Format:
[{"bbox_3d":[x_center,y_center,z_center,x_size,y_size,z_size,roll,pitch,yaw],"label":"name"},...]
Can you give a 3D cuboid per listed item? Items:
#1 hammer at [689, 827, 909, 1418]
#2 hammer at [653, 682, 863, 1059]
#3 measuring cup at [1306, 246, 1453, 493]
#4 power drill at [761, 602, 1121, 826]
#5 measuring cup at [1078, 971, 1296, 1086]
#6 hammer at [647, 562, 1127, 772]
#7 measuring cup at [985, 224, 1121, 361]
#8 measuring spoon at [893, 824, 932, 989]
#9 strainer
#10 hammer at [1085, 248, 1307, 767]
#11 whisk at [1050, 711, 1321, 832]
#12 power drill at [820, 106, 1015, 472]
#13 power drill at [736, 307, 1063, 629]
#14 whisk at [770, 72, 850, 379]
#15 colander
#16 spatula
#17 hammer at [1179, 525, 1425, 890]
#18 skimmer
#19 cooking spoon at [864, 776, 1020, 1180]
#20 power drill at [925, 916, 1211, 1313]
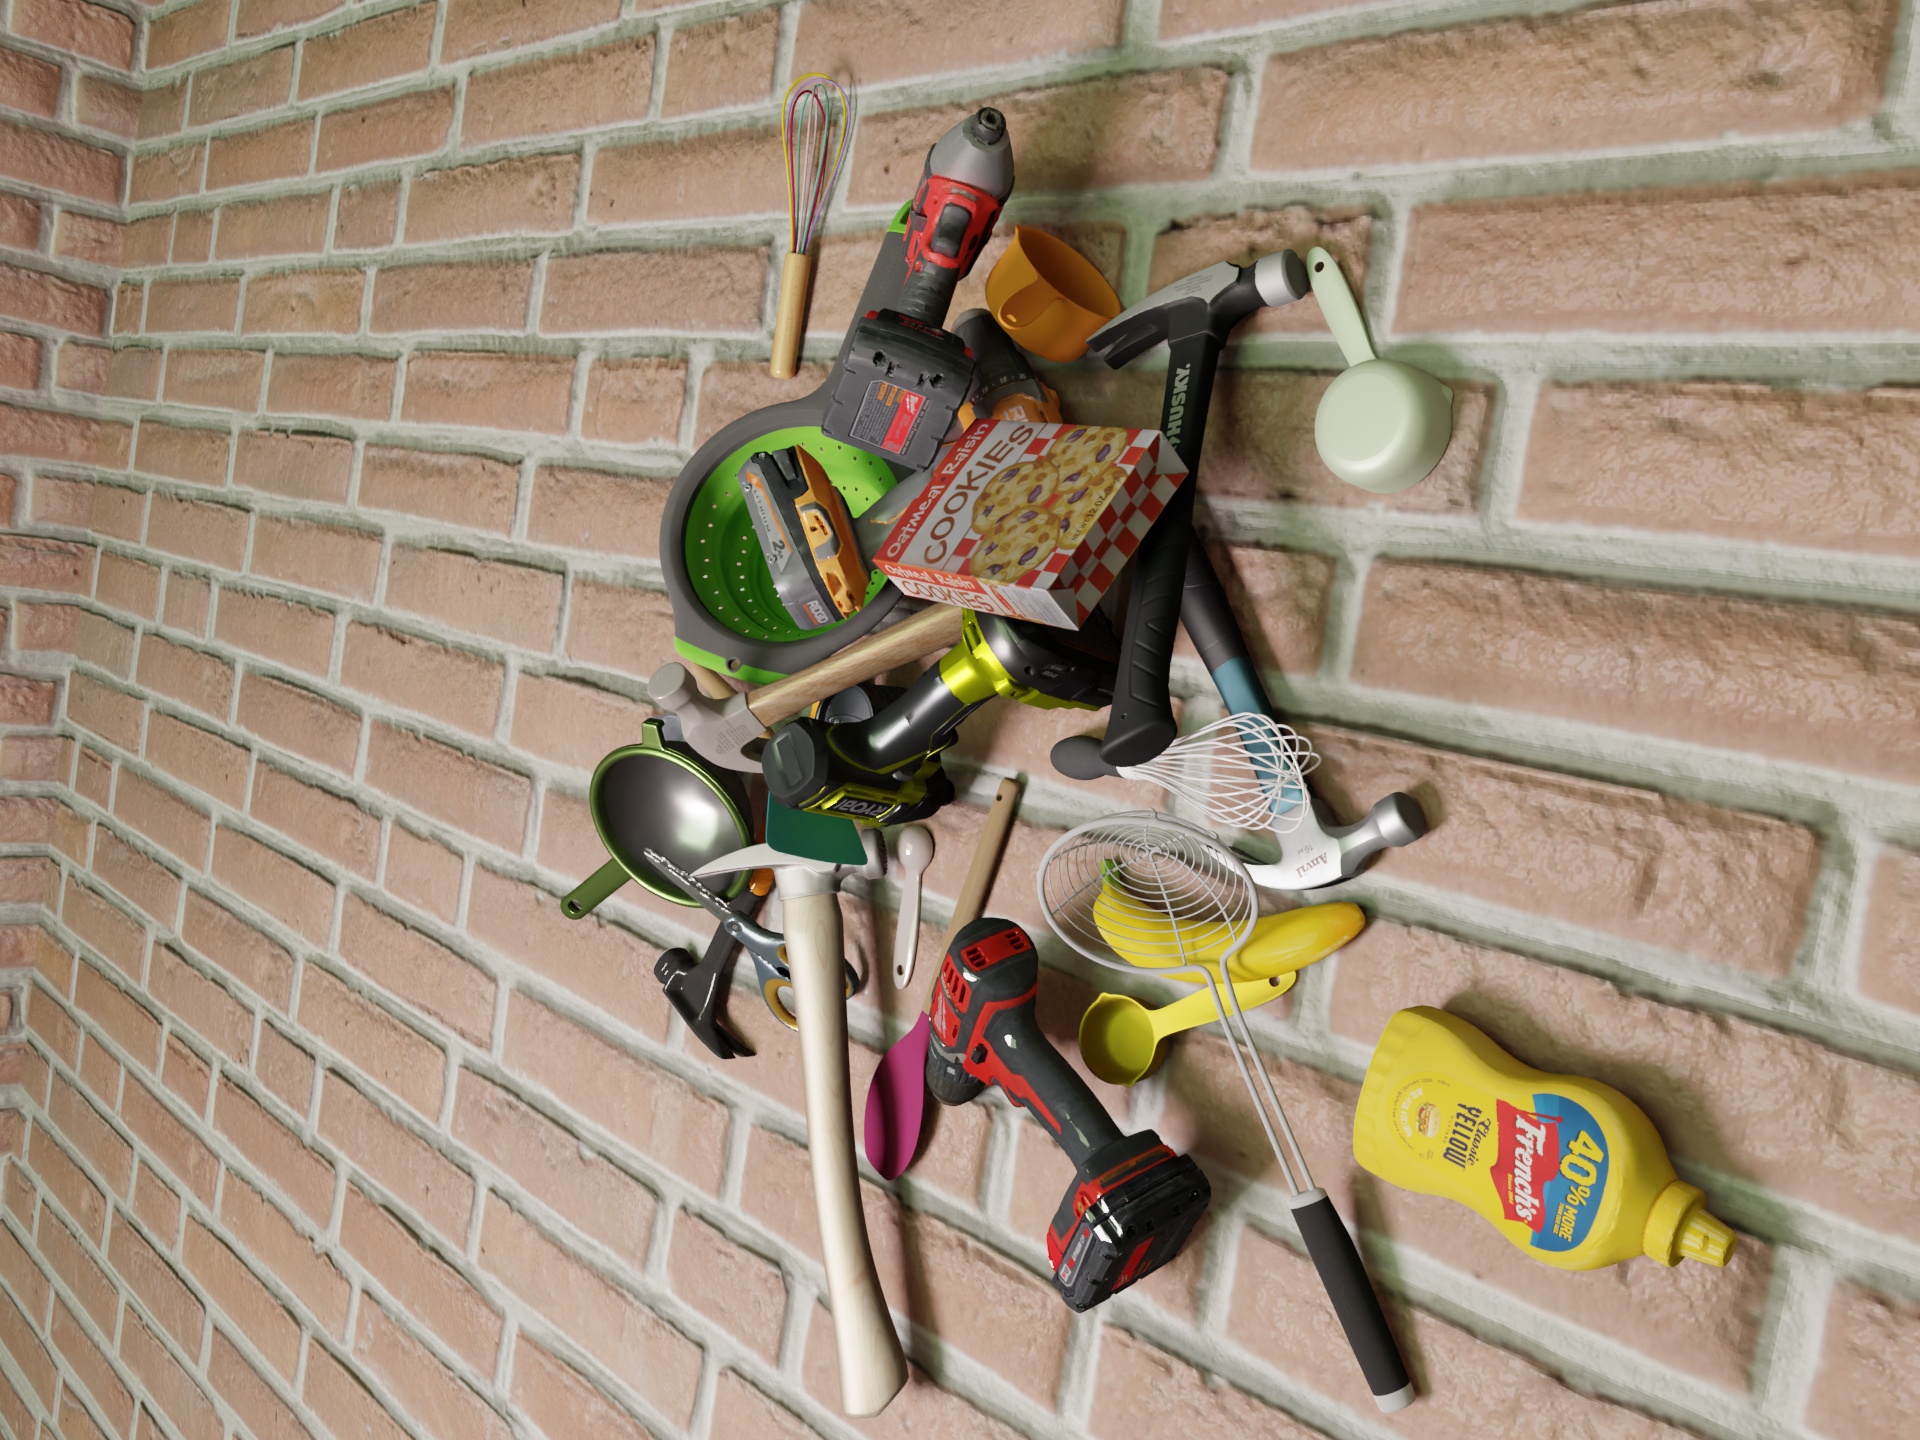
[{"bbox_3d":[-0.104,0.290,1.159,0.146,0.038,0.411,-8,80,5],"label":"hammer"},{"bbox_3d":[-0.153,0.111,1.285,0.127,0.034,0.336,42,114,39],"label":"hammer"},{"bbox_3d":[0.230,-0.214,0.940,0.083,0.038,0.168,-32,68,38],"label":"measuring cup"},{"bbox_3d":[-0.002,-0.003,1.070,0.223,0.171,0.080,-35,62,27],"label":"power drill"},{"bbox_3d":[0.146,0.186,1.004,0.156,0.029,0.062,-27,67,27],"label":"measuring cup"},{"bbox_3d":[-0.040,-0.051,1.095,0.331,0.129,0.031,-24,47,12],"label":"hammer"},{"bbox_3d":[0.045,-0.266,1.043,0.095,0.174,0.052,41,125,-2],"label":"measuring cup"},{"bbox_3d":[-0.043,0.140,1.187,0.034,0.018,0.124,7,92,44],"label":"measuring spoon"},{"bbox_3d":[-0.248,0.095,1.302,0.151,0.069,0.256,48,131,-6],"label":"strainer"},{"bbox_3d":[0.123,-0.129,0.965,0.146,0.035,0.335,-8,61,40],"label":"hammer"},{"bbox_3d":[0.122,0.025,0.963,0.285,0.070,0.070,-177,91,-67],"label":"whisk"},{"bbox_3d":[-0.017,-0.288,1.039,0.143,0.078,0.220,127,160,-64],"label":"power drill"},{"bbox_3d":[-0.036,-0.180,1.108,0.226,0.084,0.185,-22,69,2],"label":"power drill"},{"bbox_3d":[-0.134,-0.405,1.307,0.051,0.047,0.245,16,101,42],"label":"whisk"},{"bbox_3d":[-0.087,-0.205,1.216,0.204,0.094,0.397,18,80,16],"label":"colander"},{"bbox_3d":[-0.161,0.020,1.243,0.318,0.082,0.044,40,113,55],"label":"spatula"},{"bbox_3d":[0.165,-0.046,0.994,0.128,0.033,0.331,-37,62,34],"label":"hammer"},{"bbox_3d":[0.158,0.220,0.896,0.127,0.090,0.363,-29,78,32],"label":"skimmer"},{"bbox_3d":[-0.012,0.189,1.154,0.069,0.017,0.319,34,110,49],"label":"cooking spoon"},{"bbox_3d":[0.049,0.259,1.028,0.227,0.080,0.187,53,149,30],"label":"power drill"}]
